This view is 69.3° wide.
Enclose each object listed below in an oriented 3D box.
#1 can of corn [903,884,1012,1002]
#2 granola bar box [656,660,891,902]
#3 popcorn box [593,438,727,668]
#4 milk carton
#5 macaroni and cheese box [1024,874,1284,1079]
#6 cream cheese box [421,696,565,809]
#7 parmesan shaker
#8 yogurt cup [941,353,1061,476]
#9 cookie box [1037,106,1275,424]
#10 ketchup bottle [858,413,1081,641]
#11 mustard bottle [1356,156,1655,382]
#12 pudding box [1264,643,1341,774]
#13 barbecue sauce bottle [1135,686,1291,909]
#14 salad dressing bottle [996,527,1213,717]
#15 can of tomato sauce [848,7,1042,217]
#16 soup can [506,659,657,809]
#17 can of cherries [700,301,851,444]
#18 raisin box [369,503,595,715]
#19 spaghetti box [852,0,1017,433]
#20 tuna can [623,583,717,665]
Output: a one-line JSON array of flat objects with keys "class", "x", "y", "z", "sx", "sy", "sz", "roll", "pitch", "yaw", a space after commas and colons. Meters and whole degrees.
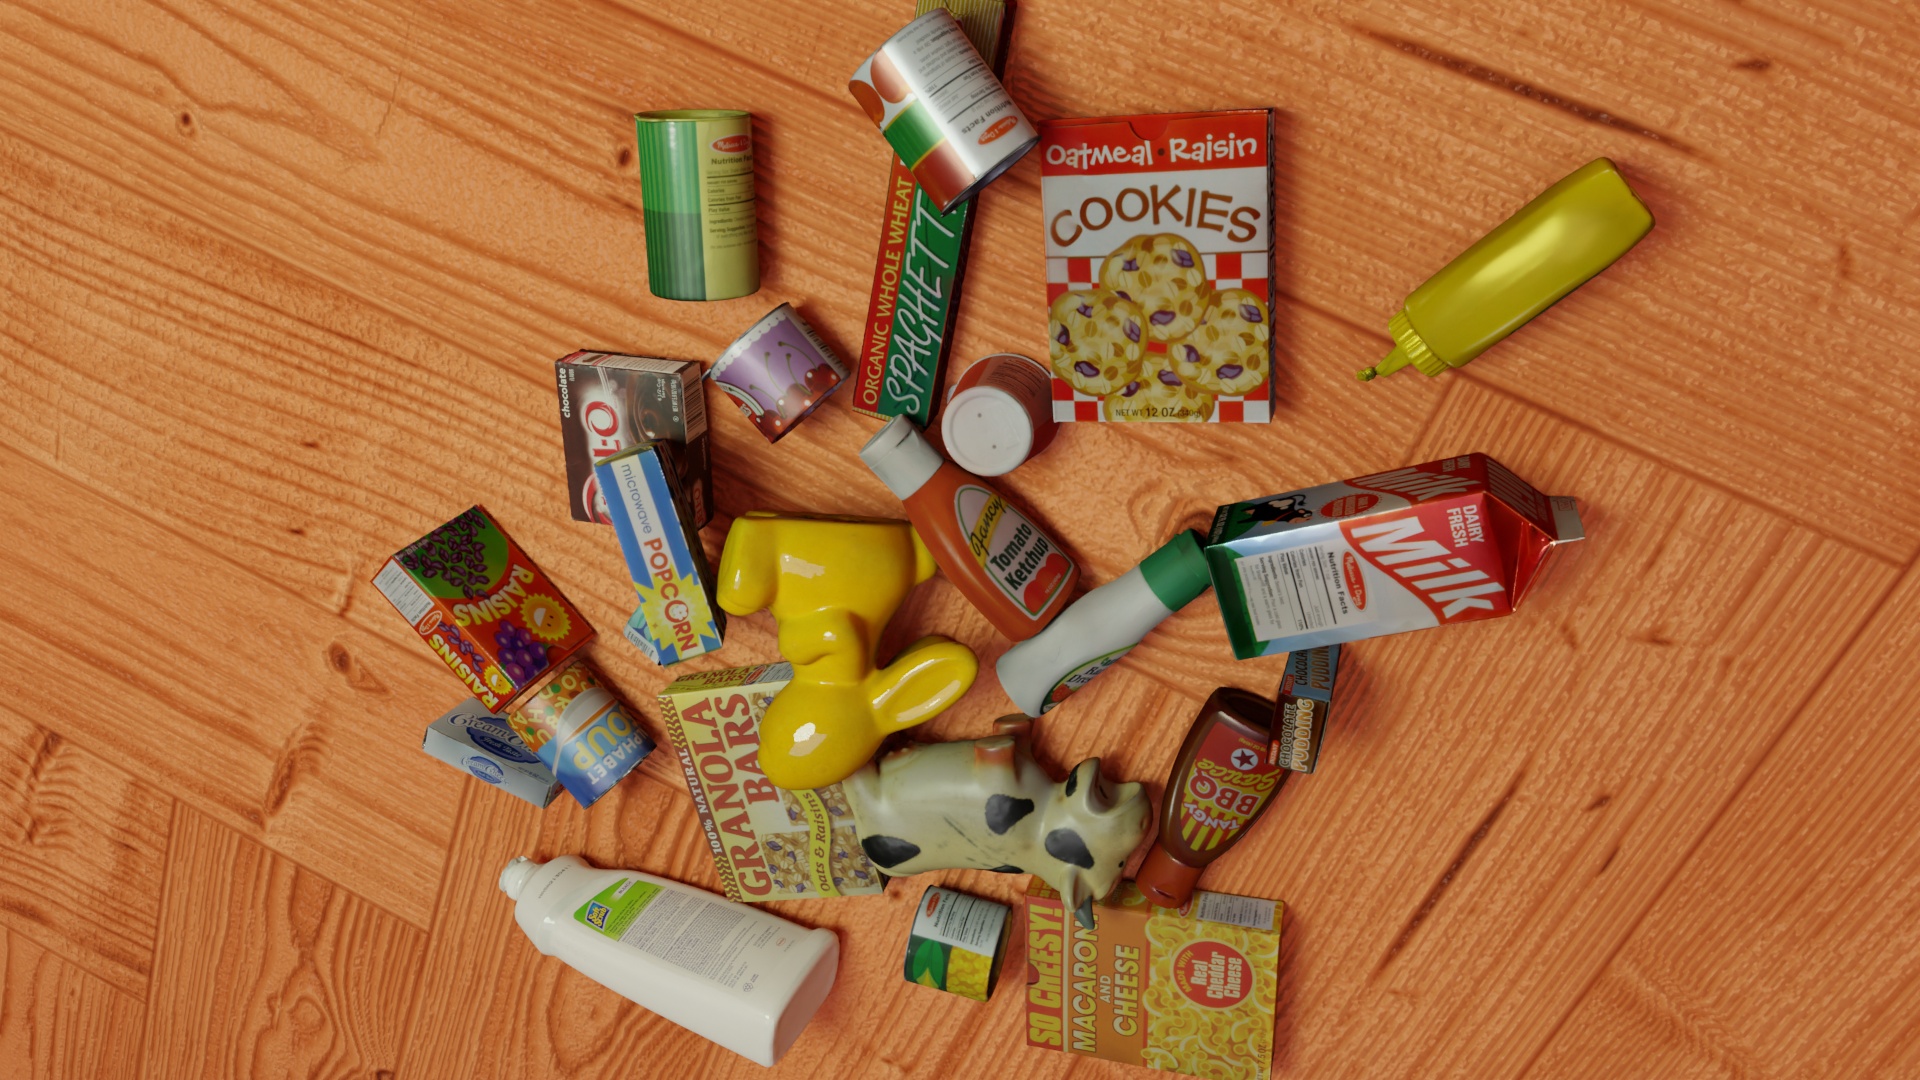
[{"class": "can of corn", "x": -0.001, "y": 0.276, "z": 0.945, "sx": 0.058, "sy": 0.071, "sz": 0.071, "roll": 12, "pitch": 113, "yaw": 12}, {"class": "granola bar box", "x": -0.124, "y": 0.166, "z": 0.956, "sx": 0.124, "sy": 0.039, "sz": 0.165, "roll": -9, "pitch": 107, "yaw": 20}, {"class": "popcorn box", "x": -0.178, "y": 0.004, "z": 0.832, "sx": 0.038, "sy": 0.085, "sz": 0.126, "roll": -18, "pitch": 99, "yaw": -6}, {"class": "milk carton", "x": 0.239, "y": 0.005, "z": 0.765, "sx": 0.190, "sy": 0.072, "sz": 0.073, "roll": -12, "pitch": 106, "yaw": 22}, {"class": "macaroni and cheese box", "x": 0.126, "y": 0.290, "z": 0.925, "sx": 0.166, "sy": 0.040, "sz": 0.123, "roll": 4, "pitch": 110, "yaw": 15}, {"class": "cream cheese box", "x": -0.329, "y": 0.153, "z": 1.007, "sx": 0.104, "sy": 0.053, "sz": 0.024, "roll": 23, "pitch": 113, "yaw": 8}, {"class": "parmesan shaker", "x": -0.155, "y": -0.196, "z": 0.811, "sx": 0.071, "sy": 0.071, "sz": 0.102, "roll": 6, "pitch": 112, "yaw": 15}, {"class": "yogurt cup", "x": 0.022, "y": -0.071, "z": 0.813, "sx": 0.072, "sy": 0.054, "sz": 0.072, "roll": 6, "pitch": 112, "yaw": 14}, {"class": "cookie box", "x": 0.110, "y": -0.149, "z": 0.764, "sx": 0.123, "sy": 0.040, "sz": 0.166, "roll": 2, "pitch": 110, "yaw": 17}, {"class": "ketchup bottle", "x": 0.003, "y": -0.010, "z": 0.828, "sx": 0.148, "sy": 0.065, "sz": 0.043, "roll": 45, "pitch": 148, "yaw": -11}, {"class": "mustard bottle", "x": 0.272, "y": -0.128, "z": 0.712, "sx": 0.159, "sy": 0.065, "sz": 0.049, "roll": -39, "pitch": 90, "yaw": 31}, {"class": "pudding box", "x": 0.199, "y": 0.093, "z": 0.804, "sx": 0.030, "sy": 0.084, "sz": 0.049, "roll": 12, "pitch": 114, "yaw": 16}, {"class": "barbecue sauce bottle", "x": 0.155, "y": 0.164, "z": 0.867, "sx": 0.065, "sy": 0.044, "sz": 0.147, "roll": 24, "pitch": 116, "yaw": 1}, {"class": "salad dressing bottle", "x": 0.090, "y": 0.049, "z": 0.836, "sx": 0.147, "sy": 0.064, "sz": 0.044, "roll": -38, "pitch": 72, "yaw": 18}, {"class": "can of tomato sauce", "x": -0.009, "y": -0.223, "z": 0.727, "sx": 0.071, "sy": 0.071, "sz": 0.083, "roll": -35, "pitch": 97, "yaw": 25}, {"class": "soup can", "x": -0.264, "y": 0.134, "z": 0.971, "sx": 0.071, "sy": 0.071, "sz": 0.083, "roll": -38, "pitch": 95, "yaw": 26}, {"class": "can of cherries", "x": -0.111, "y": -0.099, "z": 0.836, "sx": 0.071, "sy": 0.072, "sz": 0.058, "roll": -39, "pitch": 96, "yaw": 26}, {"class": "raisin box", "x": -0.323, "y": 0.046, "z": 0.946, "sx": 0.040, "sy": 0.086, "sz": 0.123, "roll": -38, "pitch": 95, "yaw": 32}, {"class": "spaghetti box", "x": -0.018, "y": -0.186, "z": 0.796, "sx": 0.050, "sy": 0.029, "sz": 0.248, "roll": 16, "pitch": 114, "yaw": 11}, {"class": "tuna can", "x": -0.187, "y": 0.046, "z": 0.917, "sx": 0.033, "sy": 0.071, "sz": 0.070, "roll": 40, "pitch": 116, "yaw": 1}]
